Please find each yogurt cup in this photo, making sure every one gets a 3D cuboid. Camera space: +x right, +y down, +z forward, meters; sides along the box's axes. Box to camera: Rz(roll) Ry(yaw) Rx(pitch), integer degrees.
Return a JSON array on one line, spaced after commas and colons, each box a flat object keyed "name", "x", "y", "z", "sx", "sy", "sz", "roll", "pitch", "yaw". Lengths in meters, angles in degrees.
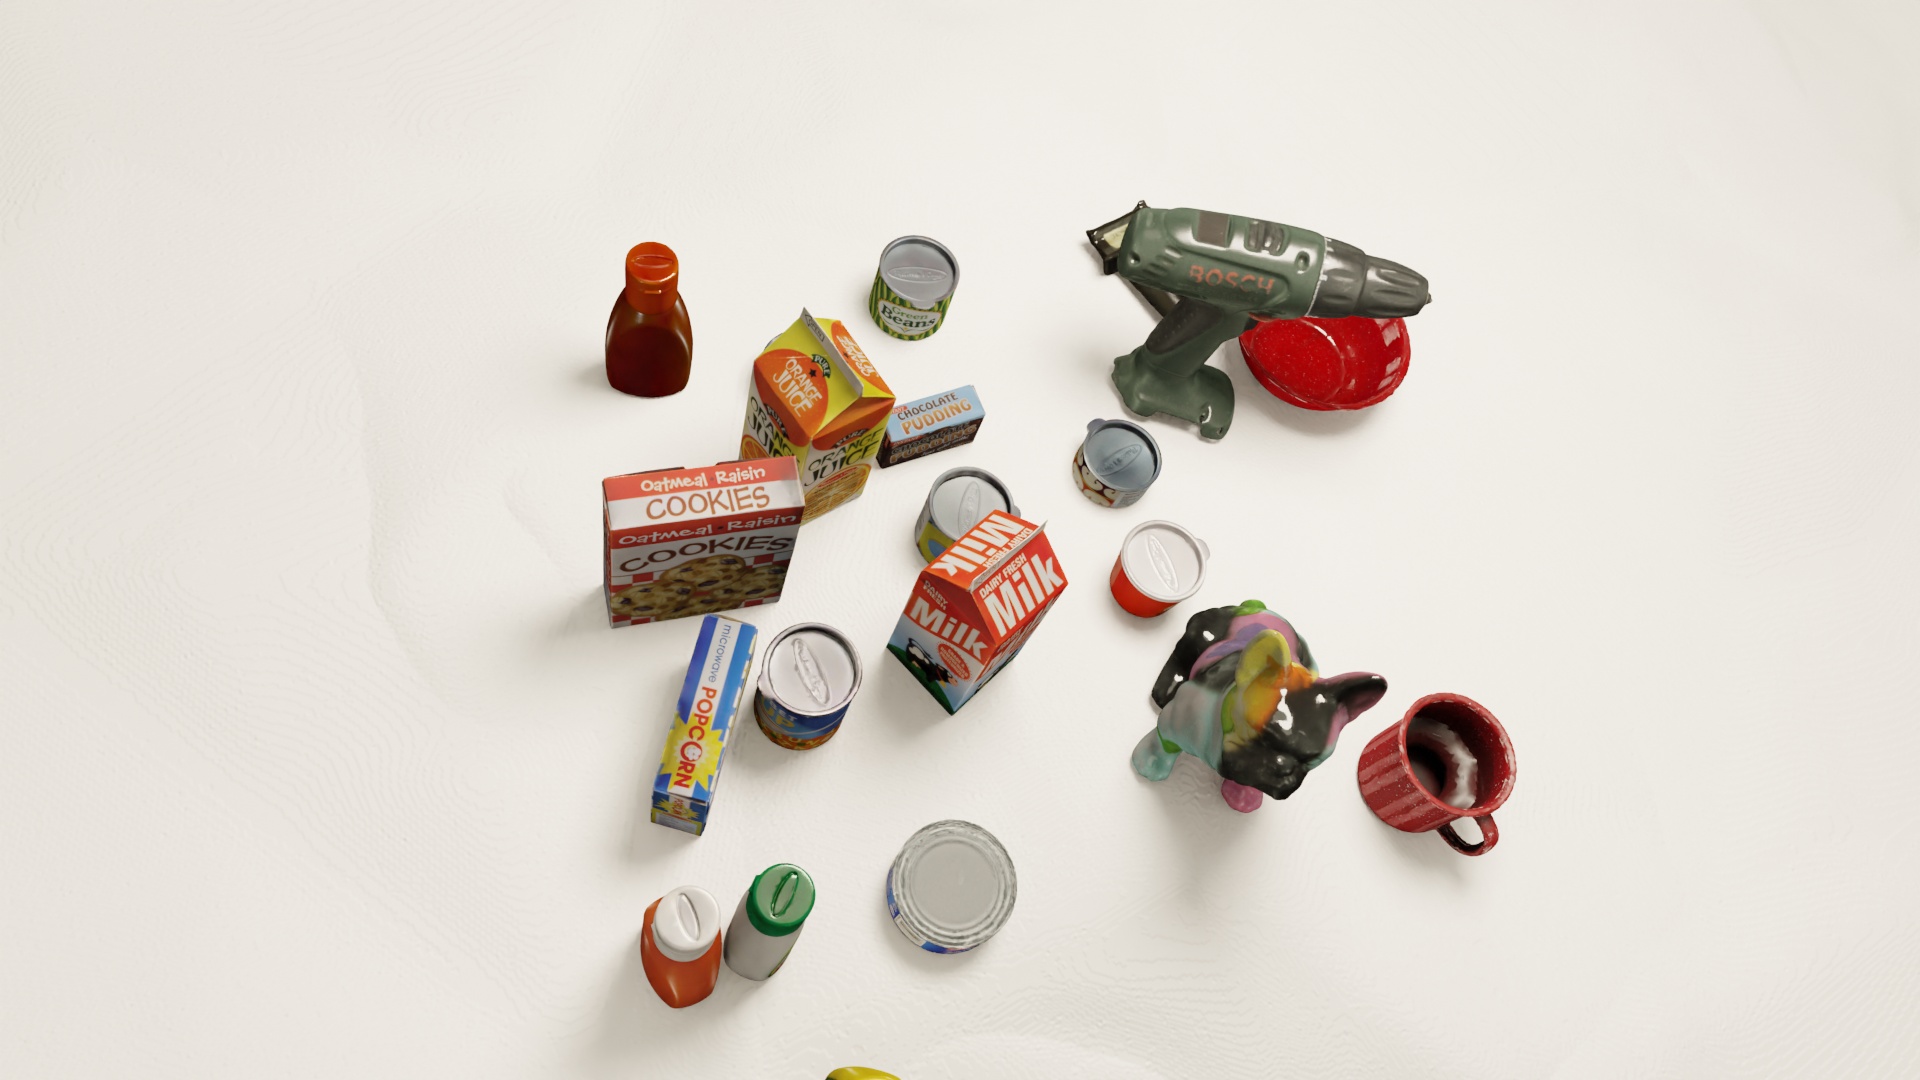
[{"name": "yogurt cup", "x": 0.149, "y": 0.025, "z": 1.070, "sx": 0.072, "sy": 0.053, "sz": 0.072, "roll": 6, "pitch": 64, "yaw": -11}]

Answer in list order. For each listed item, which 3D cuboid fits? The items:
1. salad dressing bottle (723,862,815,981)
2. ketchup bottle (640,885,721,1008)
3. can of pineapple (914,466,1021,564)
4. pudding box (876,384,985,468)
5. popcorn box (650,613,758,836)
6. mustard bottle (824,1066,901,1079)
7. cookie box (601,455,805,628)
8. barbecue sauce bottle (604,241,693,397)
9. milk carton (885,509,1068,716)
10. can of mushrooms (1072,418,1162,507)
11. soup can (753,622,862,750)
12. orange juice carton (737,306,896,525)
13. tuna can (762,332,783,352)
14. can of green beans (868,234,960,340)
[{"name": "salad dressing bottle", "x": -0.116, "y": 0.231, "z": 0.851, "sx": 0.044, "sy": 0.147, "sz": 0.064, "roll": 26, "pitch": 62, "yaw": -1}, {"name": "ketchup bottle", "x": -0.167, "y": 0.240, "z": 0.834, "sx": 0.044, "sy": 0.148, "sz": 0.065, "roll": -18, "pitch": 71, "yaw": -21}, {"name": "can of pineapple", "x": 0.004, "y": -0.013, "z": 1.050, "sx": 0.071, "sy": 0.057, "sz": 0.071, "roll": 6, "pitch": 64, "yaw": -11}, {"name": "pudding box", "x": -0.026, "y": -0.089, "z": 1.084, "sx": 0.084, "sy": 0.049, "sz": 0.030, "roll": -18, "pitch": 71, "yaw": -21}, {"name": "popcorn box", "x": -0.171, "y": 0.123, "z": 0.926, "sx": 0.038, "sy": 0.085, "sz": 0.127, "roll": 15, "pitch": 62, "yaw": -6}, {"name": "mustard bottle", "x": -0.056, "y": 0.338, "z": 0.808, "sx": 0.049, "sy": 0.159, "sz": 0.065, "roll": 12, "pitch": 63, "yaw": -8}, {"name": "cookie box", "x": -0.177, "y": 0.002, "z": 0.936, "sx": 0.123, "sy": 0.166, "sz": 0.040, "roll": -9, "pitch": 68, "yaw": -17}, {"name": "barbecue sauce bottle", "x": -0.226, "y": -0.159, "z": 1.012, "sx": 0.065, "sy": 0.148, "sz": 0.044, "roll": 0, "pitch": 65, "yaw": -14}, {"name": "milk carton", "x": 0.012, "y": 0.045, "z": 0.949, "sx": 0.073, "sy": 0.189, "sz": 0.072, "roll": 46, "pitch": 63, "yaw": 9}, {"name": "can of mushrooms", "x": 0.124, "y": -0.063, "z": 1.118, "sx": 0.071, "sy": 0.033, "sz": 0.071, "roll": 6, "pitch": 64, "yaw": -11}, {"name": "soup can", "x": -0.109, "y": 0.102, "z": 0.952, "sx": 0.071, "sy": 0.083, "sz": 0.071, "roll": 6, "pitch": 64, "yaw": -11}, {"name": "orange juice carton", "x": -0.103, "y": -0.087, "z": 0.983, "sx": 0.073, "sy": 0.191, "sz": 0.072, "roll": -29, "pitch": 75, "yaw": -24}, {"name": "tuna can", "x": -0.124, "y": -0.131, "z": 1.090, "sx": 0.071, "sy": 0.032, "sz": 0.071, "roll": 6, "pitch": 64, "yaw": -11}, {"name": "can of green beans", "x": -0.039, "y": -0.205, "z": 1.133, "sx": 0.071, "sy": 0.057, "sz": 0.071, "roll": 6, "pitch": 64, "yaw": -11}]
